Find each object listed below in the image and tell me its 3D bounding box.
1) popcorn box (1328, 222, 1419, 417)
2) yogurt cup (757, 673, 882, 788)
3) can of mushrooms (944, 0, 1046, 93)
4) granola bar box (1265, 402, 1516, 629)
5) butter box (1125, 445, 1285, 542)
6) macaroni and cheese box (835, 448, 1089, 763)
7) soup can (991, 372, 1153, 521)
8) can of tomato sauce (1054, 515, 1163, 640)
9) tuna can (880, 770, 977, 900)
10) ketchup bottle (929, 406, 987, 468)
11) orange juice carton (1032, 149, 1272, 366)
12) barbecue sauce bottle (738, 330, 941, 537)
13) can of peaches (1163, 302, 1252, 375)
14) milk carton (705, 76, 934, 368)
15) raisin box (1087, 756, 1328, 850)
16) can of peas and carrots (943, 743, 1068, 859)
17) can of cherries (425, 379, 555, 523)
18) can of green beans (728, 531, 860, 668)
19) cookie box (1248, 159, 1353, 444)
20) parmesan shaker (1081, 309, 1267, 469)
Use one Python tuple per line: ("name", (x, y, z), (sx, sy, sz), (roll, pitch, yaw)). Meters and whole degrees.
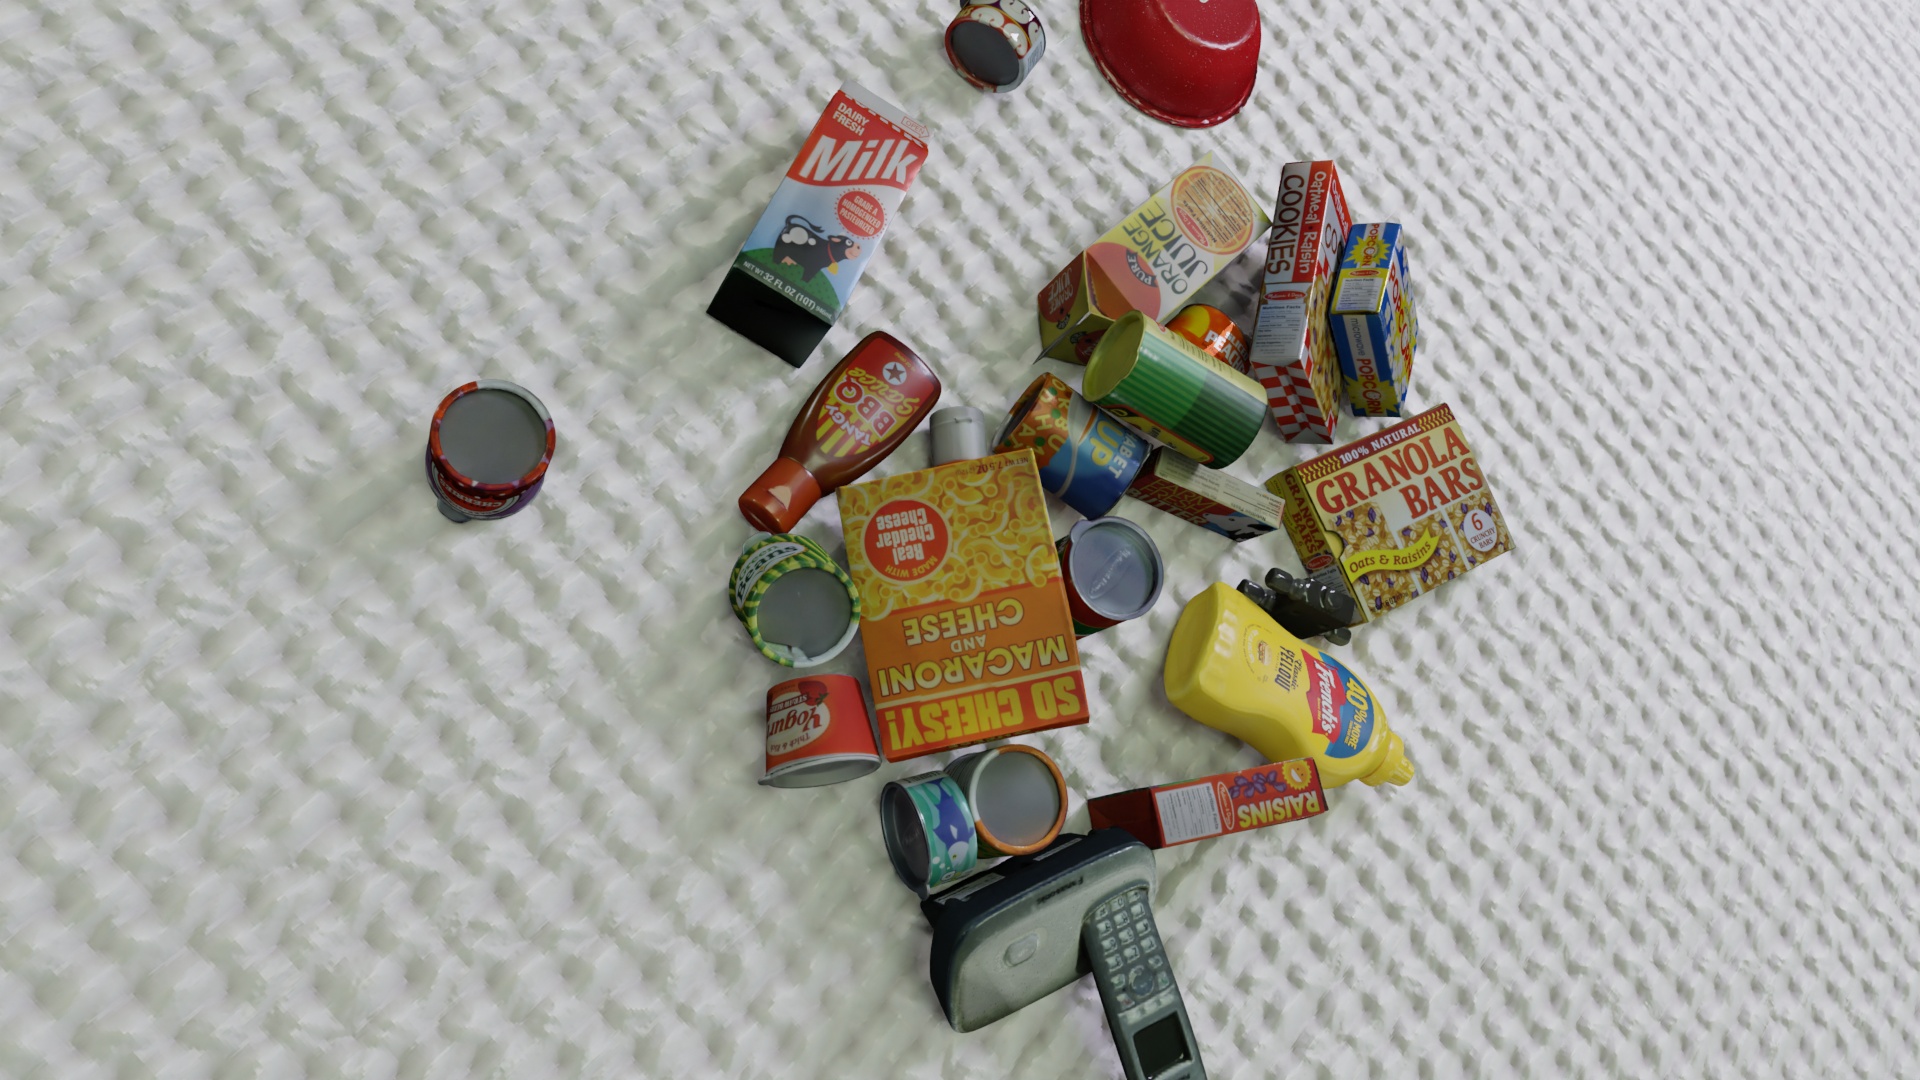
("popcorn box", (0.307, -0.161, 1.026), (0.126, 0.038, 0.085), (56, 47, -50))
("yogurt cup", (-0.083, 0.111, 0.809), (0.072, 0.072, 0.054), (-1, 68, -24))
("can of mushrooms", (0.022, -0.355, 0.985), (0.071, 0.071, 0.033), (36, 66, -10))
("granola bar box", (0.323, -0.020, 1.035), (0.166, 0.039, 0.124), (-22, 84, -27))
("butter box", (0.167, -0.031, 0.963), (0.103, 0.053, 0.024), (22, 71, -16))
("macaroni and cheese box", (0.001, 0.039, 0.832), (0.124, 0.040, 0.167), (-11, 74, 0))
("soup can", (0.074, -0.064, 0.921), (0.084, 0.071, 0.071), (35, 65, -11))
("can of tomato sauce", (0.079, 0.026, 0.891), (0.071, 0.083, 0.071), (7, 73, -22))
("tuna can", (-0.018, 0.172, 0.816), (0.033, 0.071, 0.071), (-11, 80, -26))
("ketchup bottle", (0.003, -0.011, 0.890), (0.065, 0.043, 0.149), (-1, 75, -14))
("orange juice carton", (0.126, -0.189, 0.980), (0.193, 0.071, 0.073), (-42, 94, -27))
("barbecue sauce bottle", (-0.078, -0.063, 0.871), (0.065, 0.043, 0.149), (42, 64, -4))
("can of peaches", (0.163, -0.124, 0.978), (0.058, 0.071, 0.071), (-41, 94, -26))
("milk carton", (-0.083, -0.214, 0.895), (0.072, 0.073, 0.191), (30, 65, -13))
("raisin box", (0.156, 0.169, 0.882), (0.124, 0.086, 0.040), (-6, 76, -25))
("can of peas and carrots", (0.026, 0.159, 0.844), (0.071, 0.058, 0.071), (6, 74, -22))
("can of cherries", (-0.264, -0.048, 0.777), (0.071, 0.058, 0.071), (7, 72, -22))
("can of green beans", (-0.097, 0.035, 0.812), (0.071, 0.058, 0.071), (-6, 107, -19))
("cookie box", (0.253, -0.172, 1.010), (0.122, 0.040, 0.168), (47, 52, -54))
("parmesan shaker", (0.140, -0.095, 0.901), (0.103, 0.071, 0.071), (27, 66, -20))
